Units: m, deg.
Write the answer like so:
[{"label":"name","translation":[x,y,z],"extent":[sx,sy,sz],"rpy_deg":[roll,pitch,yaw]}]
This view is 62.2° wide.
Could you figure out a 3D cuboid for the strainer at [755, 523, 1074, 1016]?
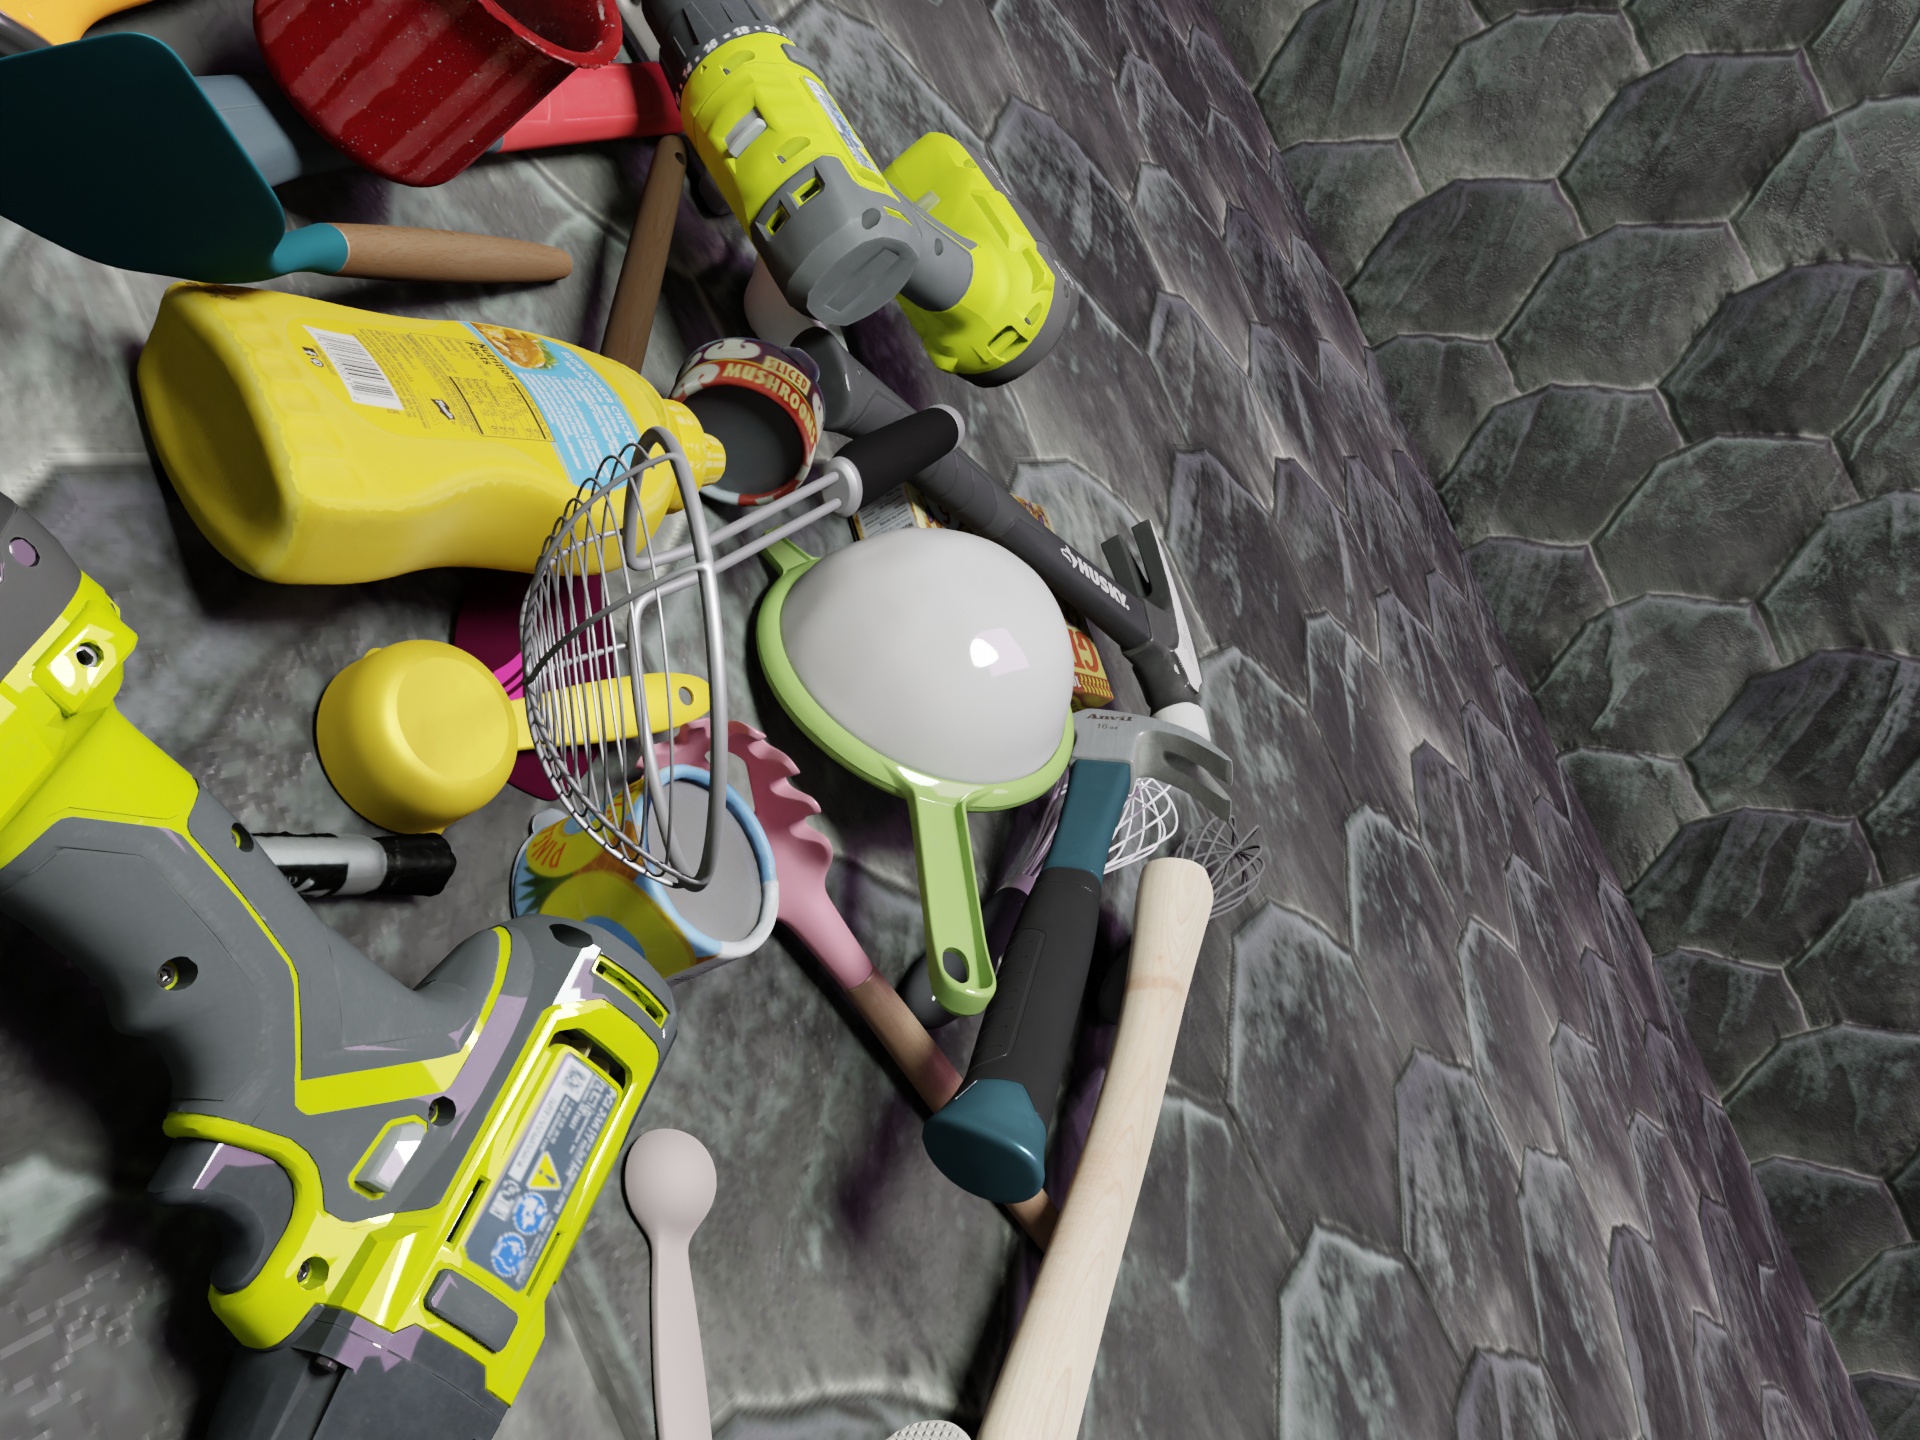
[{"label":"strainer","translation":[-0.001,-0.002,0.639],"extent":[0.151,0.069,0.257],"rpy_deg":[16,39,-21]}]

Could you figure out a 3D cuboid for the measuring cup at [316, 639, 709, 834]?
[{"label":"measuring cup","translation":[-0.130,-0.003,0.516],"extent":[0.156,0.029,0.062],"rpy_deg":[-12,83,-52]}]

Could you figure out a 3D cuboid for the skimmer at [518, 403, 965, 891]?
[{"label":"skimmer","translation":[-0.040,-0.062,0.551],"extent":[0.363,0.090,0.127],"rpy_deg":[-47,143,-61]}]

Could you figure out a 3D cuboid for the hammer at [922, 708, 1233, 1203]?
[{"label":"hammer","translation":[0.041,0.076,0.663],"extent":[0.331,0.128,0.033],"rpy_deg":[-64,154,-61]}]

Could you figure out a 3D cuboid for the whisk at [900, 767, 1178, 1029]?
[{"label":"whisk","translation":[0.040,0.073,0.764],"extent":[0.070,0.070,0.284],"rpy_deg":[62,32,-5]}]

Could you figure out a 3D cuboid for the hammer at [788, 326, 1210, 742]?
[{"label":"hammer","translation":[0.029,-0.101,0.819],"extent":[0.334,0.035,0.146],"rpy_deg":[32,41,-46]}]

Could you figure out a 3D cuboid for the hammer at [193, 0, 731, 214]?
[{"label":"hammer","translation":[-0.197,-0.256,0.630],"extent":[0.143,0.038,0.386],"rpy_deg":[58,27,-10]}]

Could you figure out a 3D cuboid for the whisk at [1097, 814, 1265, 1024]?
[{"label":"whisk","translation":[0.125,0.110,0.891],"extent":[0.055,0.055,0.239],"rpy_deg":[62,30,-5]}]

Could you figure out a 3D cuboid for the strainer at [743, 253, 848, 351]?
[{"label":"strainer","translation":[-0.083,-0.250,0.830],"extent":[0.259,0.050,0.086],"rpy_deg":[-93,159,-48]}]

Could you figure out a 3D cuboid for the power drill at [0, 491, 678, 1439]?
[{"label":"power drill","translation":[-0.172,0.076,0.336],"extent":[0.223,0.080,0.171],"rpy_deg":[50,46,-32]}]

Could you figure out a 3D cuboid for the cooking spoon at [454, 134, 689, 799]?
[{"label":"cooking spoon","translation":[-0.135,-0.115,0.606],"extent":[0.068,0.017,0.319],"rpy_deg":[38,45,-41]}]

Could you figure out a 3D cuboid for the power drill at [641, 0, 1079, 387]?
[{"label":"power drill","translation":[-0.048,-0.258,0.762],"extent":[0.228,0.080,0.191],"rpy_deg":[6,51,-61]}]

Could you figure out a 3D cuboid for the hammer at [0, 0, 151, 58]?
[{"label":"hammer","translation":[-0.247,-0.299,0.555],"extent":[0.127,0.034,0.337],"rpy_deg":[50,34,-25]}]

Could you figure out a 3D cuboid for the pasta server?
[{"label":"pasta server","translation":[-0.024,0.122,0.619],"extent":[0.316,0.060,0.040],"rpy_deg":[56,-2,-22]}]

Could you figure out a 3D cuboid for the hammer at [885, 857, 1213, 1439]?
[{"label":"hammer","translation":[0.065,0.198,0.669],"extent":[0.146,0.038,0.411],"rpy_deg":[66,27,-22]}]

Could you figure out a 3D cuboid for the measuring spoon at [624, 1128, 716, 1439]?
[{"label":"measuring spoon","translation":[-0.081,0.185,0.483],"extent":[0.034,0.018,0.124],"rpy_deg":[27,46,-51]}]

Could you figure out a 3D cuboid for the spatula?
[{"label":"spatula","translation":[-0.189,-0.160,0.503],"extent":[0.317,0.082,0.044],"rpy_deg":[-60,139,-74]}]
